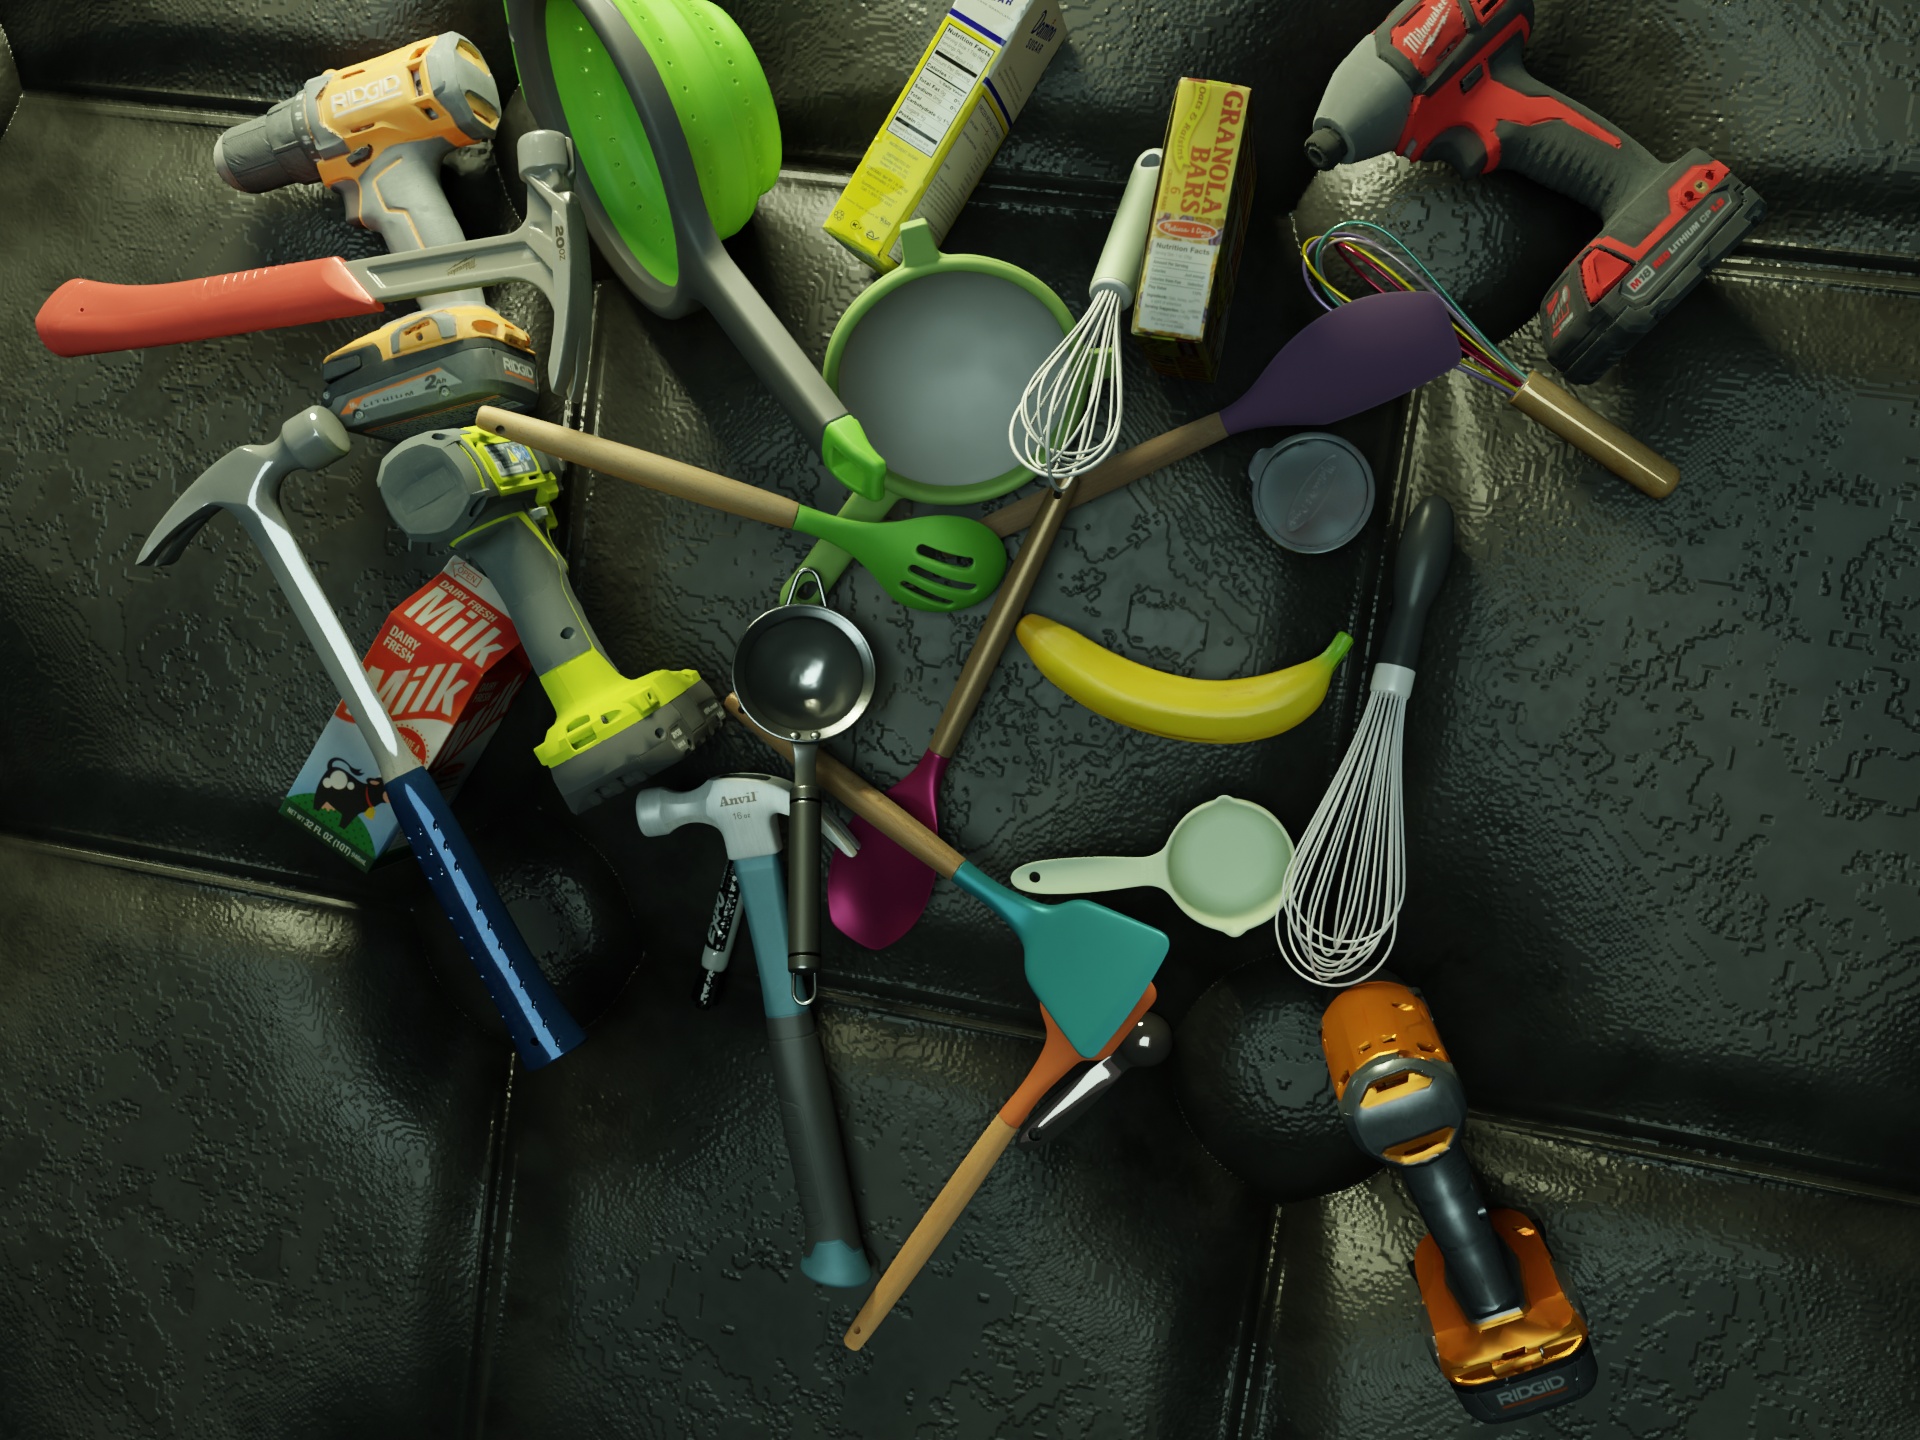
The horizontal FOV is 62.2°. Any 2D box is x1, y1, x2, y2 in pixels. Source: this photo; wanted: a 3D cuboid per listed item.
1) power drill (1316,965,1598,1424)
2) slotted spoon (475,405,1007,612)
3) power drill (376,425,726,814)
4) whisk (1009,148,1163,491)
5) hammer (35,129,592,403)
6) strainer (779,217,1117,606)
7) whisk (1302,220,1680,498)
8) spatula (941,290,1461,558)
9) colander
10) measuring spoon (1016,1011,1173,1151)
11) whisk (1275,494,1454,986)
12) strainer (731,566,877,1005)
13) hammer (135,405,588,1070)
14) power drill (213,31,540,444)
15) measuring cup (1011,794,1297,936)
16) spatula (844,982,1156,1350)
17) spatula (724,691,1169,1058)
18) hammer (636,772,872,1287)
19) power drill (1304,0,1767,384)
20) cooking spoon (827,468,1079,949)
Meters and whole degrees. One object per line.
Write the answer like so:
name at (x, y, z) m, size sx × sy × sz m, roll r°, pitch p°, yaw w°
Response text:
power drill at (0.264, 0.247, 0.881) m, size 0.084 × 0.164 × 0.226 m, roll -24°, pitch 103°, yaw 11°
slotted spoon at (-0.120, -0.123, 0.912) m, size 0.313 × 0.031 × 0.070 m, roll 17°, pitch 127°, yaw -13°
power drill at (-0.233, -0.070, 0.939) m, size 0.080 × 0.171 × 0.223 m, roll -27°, pitch 98°, yaw 13°
whisk at (0.080, -0.224, 0.864) m, size 0.058 × 0.059 × 0.246 m, roll 8°, pitch 59°, yaw 21°
hammer at (-0.383, -0.241, 0.930) m, size 0.359 × 0.036 × 0.149 m, roll -4°, pitch 86°, yaw 16°
strainer at (-0.035, -0.169, 0.942) m, size 0.151 × 0.069 × 0.256 m, roll 27°, pitch 120°, yaw -24°
whisk at (0.296, -0.201, 0.886) m, size 0.245 × 0.047 × 0.051 m, roll 34°, pitch 112°, yaw 2°
spatula at (0.126, -0.162, 0.911) m, size 0.316 × 0.018 × 0.059 m, roll -23°, pitch 108°, yaw 19°
colander at (-0.122, -0.281, 0.880) m, size 0.094 × 0.204 × 0.397 m, roll -29°, pitch 67°, yaw -19°
measuring spoon at (0.079, 0.225, 0.971) m, size 0.124 × 0.018 × 0.034 m, roll -44°, pitch 86°, yaw 12°
whisk at (0.234, 0.009, 0.893) m, size 0.070 × 0.070 × 0.285 m, roll 14°, pitch 84°, yaw 9°
strainer at (-0.092, 0.038, 0.930) m, size 0.087 × 0.050 × 0.259 m, roll 2°, pitch 70°, yaw -10°
hammer at (-0.342, 0.026, 0.949) m, size 0.144 × 0.035 × 0.405 m, roll -28°, pitch 92°, yaw 9°
power drill at (-0.363, -0.290, 0.983) m, size 0.185 × 0.084 × 0.226 m, roll -11°, pitch 89°, yaw 14°
measuring cup at (0.115, 0.086, 0.944) m, size 0.167 × 0.038 × 0.083 m, roll -5°, pitch 94°, yaw 13°
spatula at (0.012, 0.264, 0.975) m, size 0.081 × 0.041 × 0.322 m, roll 39°, pitch 103°, yaw 29°
spatula at (-0.023, 0.072, 0.938) m, size 0.318 × 0.044 × 0.082 m, roll 35°, pitch 93°, yaw 17°
hammer at (-0.105, 0.193, 0.983) m, size 0.128 × 0.033 × 0.331 m, roll -9°, pitch 97°, yaw 7°
power drill at (0.296, -0.293, 0.847) m, size 0.143 × 0.078 × 0.220 m, roll -43°, pitch 83°, yaw -6°
cooking spoon at (-0.002, -0.003, 0.955) m, size 0.069 × 0.017 × 0.319 m, roll 30°, pitch 105°, yaw 17°
